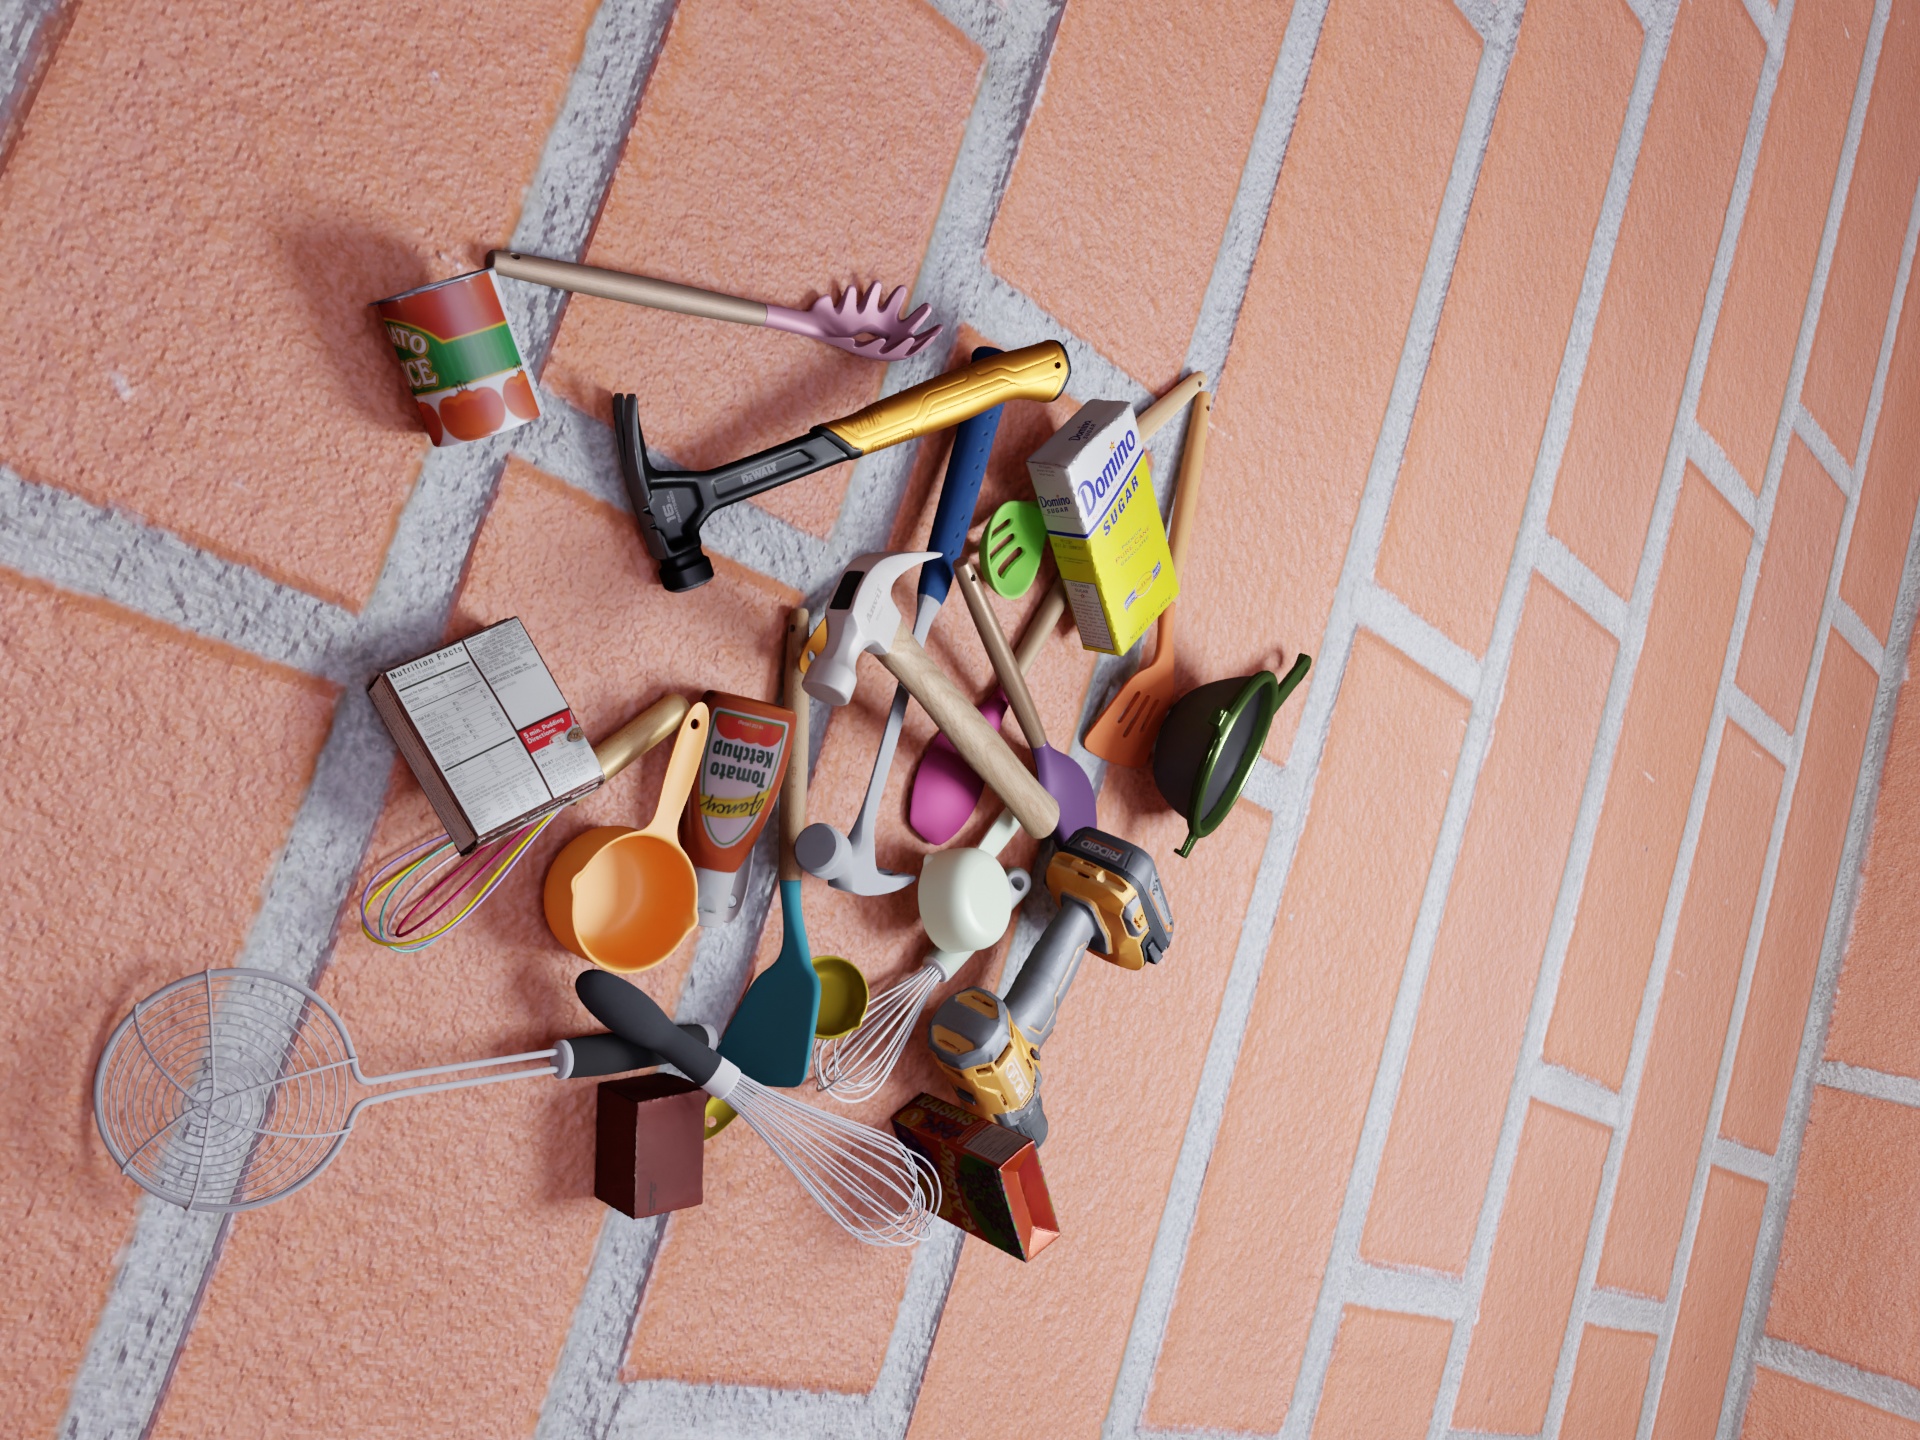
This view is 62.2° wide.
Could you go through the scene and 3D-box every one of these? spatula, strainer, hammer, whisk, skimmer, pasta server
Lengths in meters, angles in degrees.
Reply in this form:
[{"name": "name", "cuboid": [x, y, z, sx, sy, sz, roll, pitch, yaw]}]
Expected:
[{"name": "spatula", "cuboid": [0.169, -0.121, 1.327, 0.081, 0.041, 0.323, 20, 77, -43]}, {"name": "strainer", "cuboid": [0.230, -0.006, 1.366, 0.256, 0.069, 0.151, -42, 149, -47]}, {"name": "hammer", "cuboid": [-0.065, -0.200, 1.058, 0.337, 0.034, 0.127, -25, 112, -27]}, {"name": "spatula", "cuboid": [0.052, -0.003, 1.204, 0.060, 0.018, 0.315, -52, 137, -27]}, {"name": "whisk", "cuboid": [-0.126, 0.243, 1.002, 0.284, 0.070, 0.070, 40, 67, -13]}, {"name": "hammer", "cuboid": [-0.024, -0.072, 1.125, 0.144, 0.035, 0.406, 46, 57, -65]}, {"name": "skimmer", "cuboid": [-0.301, 0.200, 0.931, 0.363, 0.090, 0.127, 5, 87, -53]}, {"name": "pasta server", "cuboid": [-0.147, -0.269, 1.011, 0.316, 0.040, 0.060, 0, 51, -40]}, {"name": "whisk", "cuboid": [-0.251, 0.058, 0.952, 0.245, 0.047, 0.051, -41, 119, -35]}, {"name": "whisk", "cuboid": [-0.023, 0.188, 1.173, 0.058, 0.059, 0.246, 49, 55, -4]}, {"name": "hammer", "cuboid": [-0.002, -0.003, 1.096, 0.331, 0.031, 0.130, 49, 54, -52]}, {"name": "spatula", "cuboid": [-0.119, 0.082, 1.069, 0.044, 0.082, 0.317, 4, 87, -54]}]

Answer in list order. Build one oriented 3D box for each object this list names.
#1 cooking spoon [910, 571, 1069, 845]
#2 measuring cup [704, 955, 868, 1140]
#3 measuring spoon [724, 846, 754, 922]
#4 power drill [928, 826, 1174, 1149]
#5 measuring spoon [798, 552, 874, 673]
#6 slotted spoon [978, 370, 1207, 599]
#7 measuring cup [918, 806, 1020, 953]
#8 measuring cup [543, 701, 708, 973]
[{"name": "cooking spoon", "cuboid": [0.047, -0.045, 1.225, 0.068, 0.017, 0.319, 44, 66, -37]}, {"name": "measuring cup", "cuboid": [-0.125, 0.228, 1.093, 0.156, 0.062, 0.029, -46, 168, -13]}, {"name": "measuring spoon", "cuboid": [-0.147, 0.074, 1.067, 0.034, 0.018, 0.124, 10, 95, -10]}, {"name": "power drill", "cuboid": [0.075, 0.218, 1.233, 0.226, 0.084, 0.185, -50, 141, -25]}, {"name": "measuring spoon", "cuboid": [-0.083, -0.074, 1.097, 0.021, 0.011, 0.117, 52, 52, -28]}, {"name": "slotted spoon", "cuboid": [0.108, -0.197, 1.259, 0.314, 0.031, 0.070, -44, 126, -32]}, {"name": "measuring cup", "cuboid": [0.026, 0.105, 1.183, 0.168, 0.038, 0.083, -50, 121, -46]}, {"name": "measuring cup", "cuboid": [-0.201, 0.069, 0.992, 0.095, 0.052, 0.174, 27, 75, -41]}]
